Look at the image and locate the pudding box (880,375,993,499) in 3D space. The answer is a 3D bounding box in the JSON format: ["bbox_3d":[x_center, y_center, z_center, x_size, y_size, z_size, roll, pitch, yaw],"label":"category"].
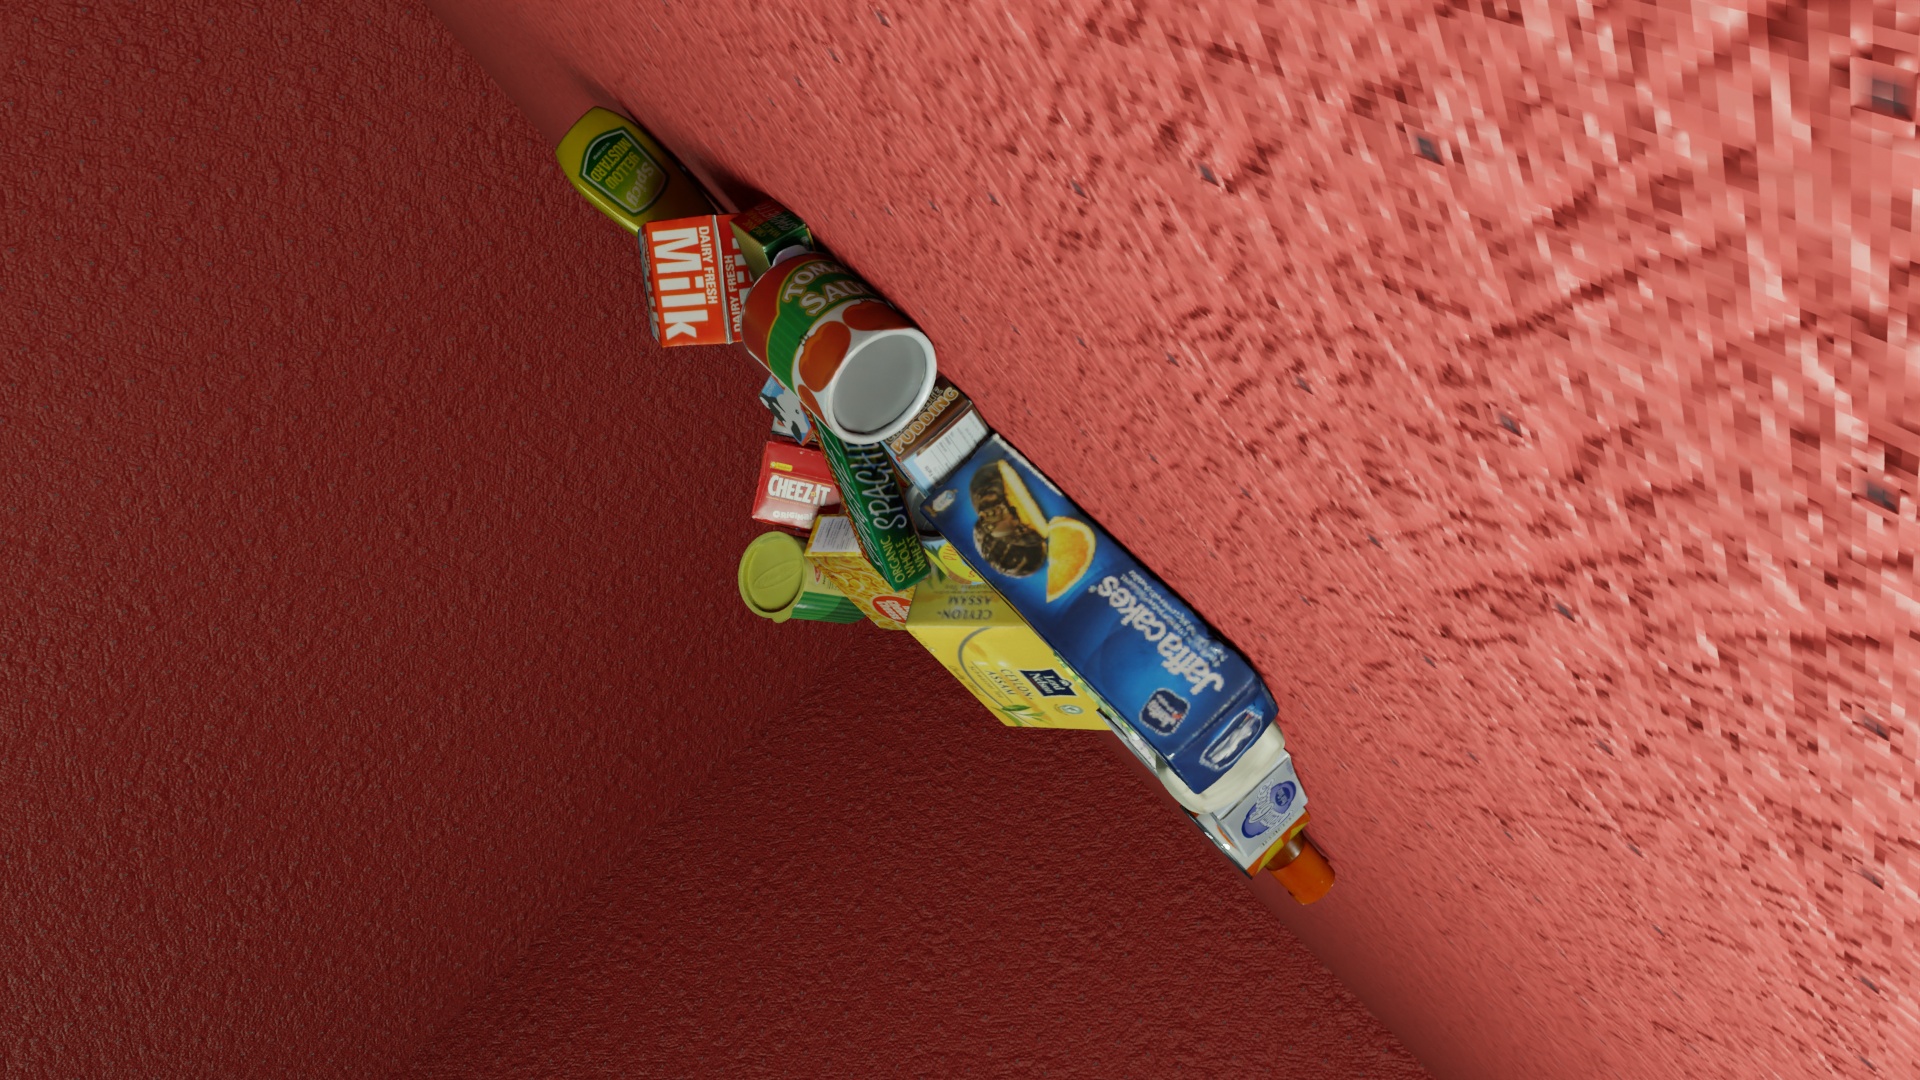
[{"bbox_3d":[-0.005,-0.045,0.752,0.030,0.050,0.083,46,177,36],"label":"pudding box"}]

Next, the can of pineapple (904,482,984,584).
[{"bbox_3d":[0.003,-0.011,0.901,0.071,0.071,0.057,43,176,44],"label":"can of pineapple"}]

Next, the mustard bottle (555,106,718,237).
[{"bbox_3d":[-0.216,-0.243,1.000,0.160,0.065,0.049,41,-179,6],"label":"mustard bottle"}]

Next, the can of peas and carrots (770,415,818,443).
[{"bbox_3d":[-0.113,-0.107,1.114,0.071,0.058,0.071,12,-179,0],"label":"can of peas and carrots"}]

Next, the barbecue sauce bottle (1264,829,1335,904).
[{"bbox_3d":[0.210,0.198,0.998,0.148,0.043,0.065,47,-178,-11],"label":"barbecue sauce bottle"}]

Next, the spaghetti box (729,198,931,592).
[{"bbox_3d":[-0.070,-0.074,0.800,0.050,0.029,0.248,44,158,49],"label":"spaghetti box"}]

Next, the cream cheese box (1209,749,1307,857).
[{"bbox_3d":[0.171,0.149,0.808,0.024,0.053,0.103,47,177,31],"label":"cream cheese box"}]

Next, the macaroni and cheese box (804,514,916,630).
[{"bbox_3d":[-0.015,0.025,1.045,0.166,0.040,0.123,0,150,30],"label":"macaroni and cheese box"}]

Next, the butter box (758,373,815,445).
[{"bbox_3d":[-0.112,-0.118,1.031,0.053,0.024,0.103,47,144,4],"label":"butter box"}]

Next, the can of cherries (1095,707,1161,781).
[{"bbox_3d":[0.126,0.109,0.858,0.071,0.058,0.071,47,177,3],"label":"can of cherries"}]

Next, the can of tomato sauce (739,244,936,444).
[{"bbox_3d":[-0.061,-0.098,0.692,0.083,0.071,0.071,44,176,36],"label":"can of tomato sauce"}]

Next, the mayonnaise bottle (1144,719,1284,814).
[{"bbox_3d":[0.130,0.104,0.751,0.041,0.065,0.148,49,-179,-1],"label":"mayonnaise bottle"}]

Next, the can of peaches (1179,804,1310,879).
[{"bbox_3d":[0.189,0.181,0.925,0.071,0.058,0.071,46,177,3],"label":"can of peaches"}]

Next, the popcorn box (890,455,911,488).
[{"bbox_3d":[-0.035,-0.066,0.993,0.085,0.038,0.126,47,177,16],"label":"popcorn box"}]

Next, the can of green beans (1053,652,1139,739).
[{"bbox_3d":[0.092,0.064,0.744,0.071,0.058,0.071,47,177,4],"label":"can of green beans"}]

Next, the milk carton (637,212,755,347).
[{"bbox_3d":[-0.151,-0.157,0.833,0.191,0.073,0.072,-145,48,-72],"label":"milk carton"}]

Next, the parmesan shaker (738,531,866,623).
[{"bbox_3d":[-0.117,0.034,1.101,0.071,0.071,0.103,45,-164,27],"label":"parmesan shaker"}]
